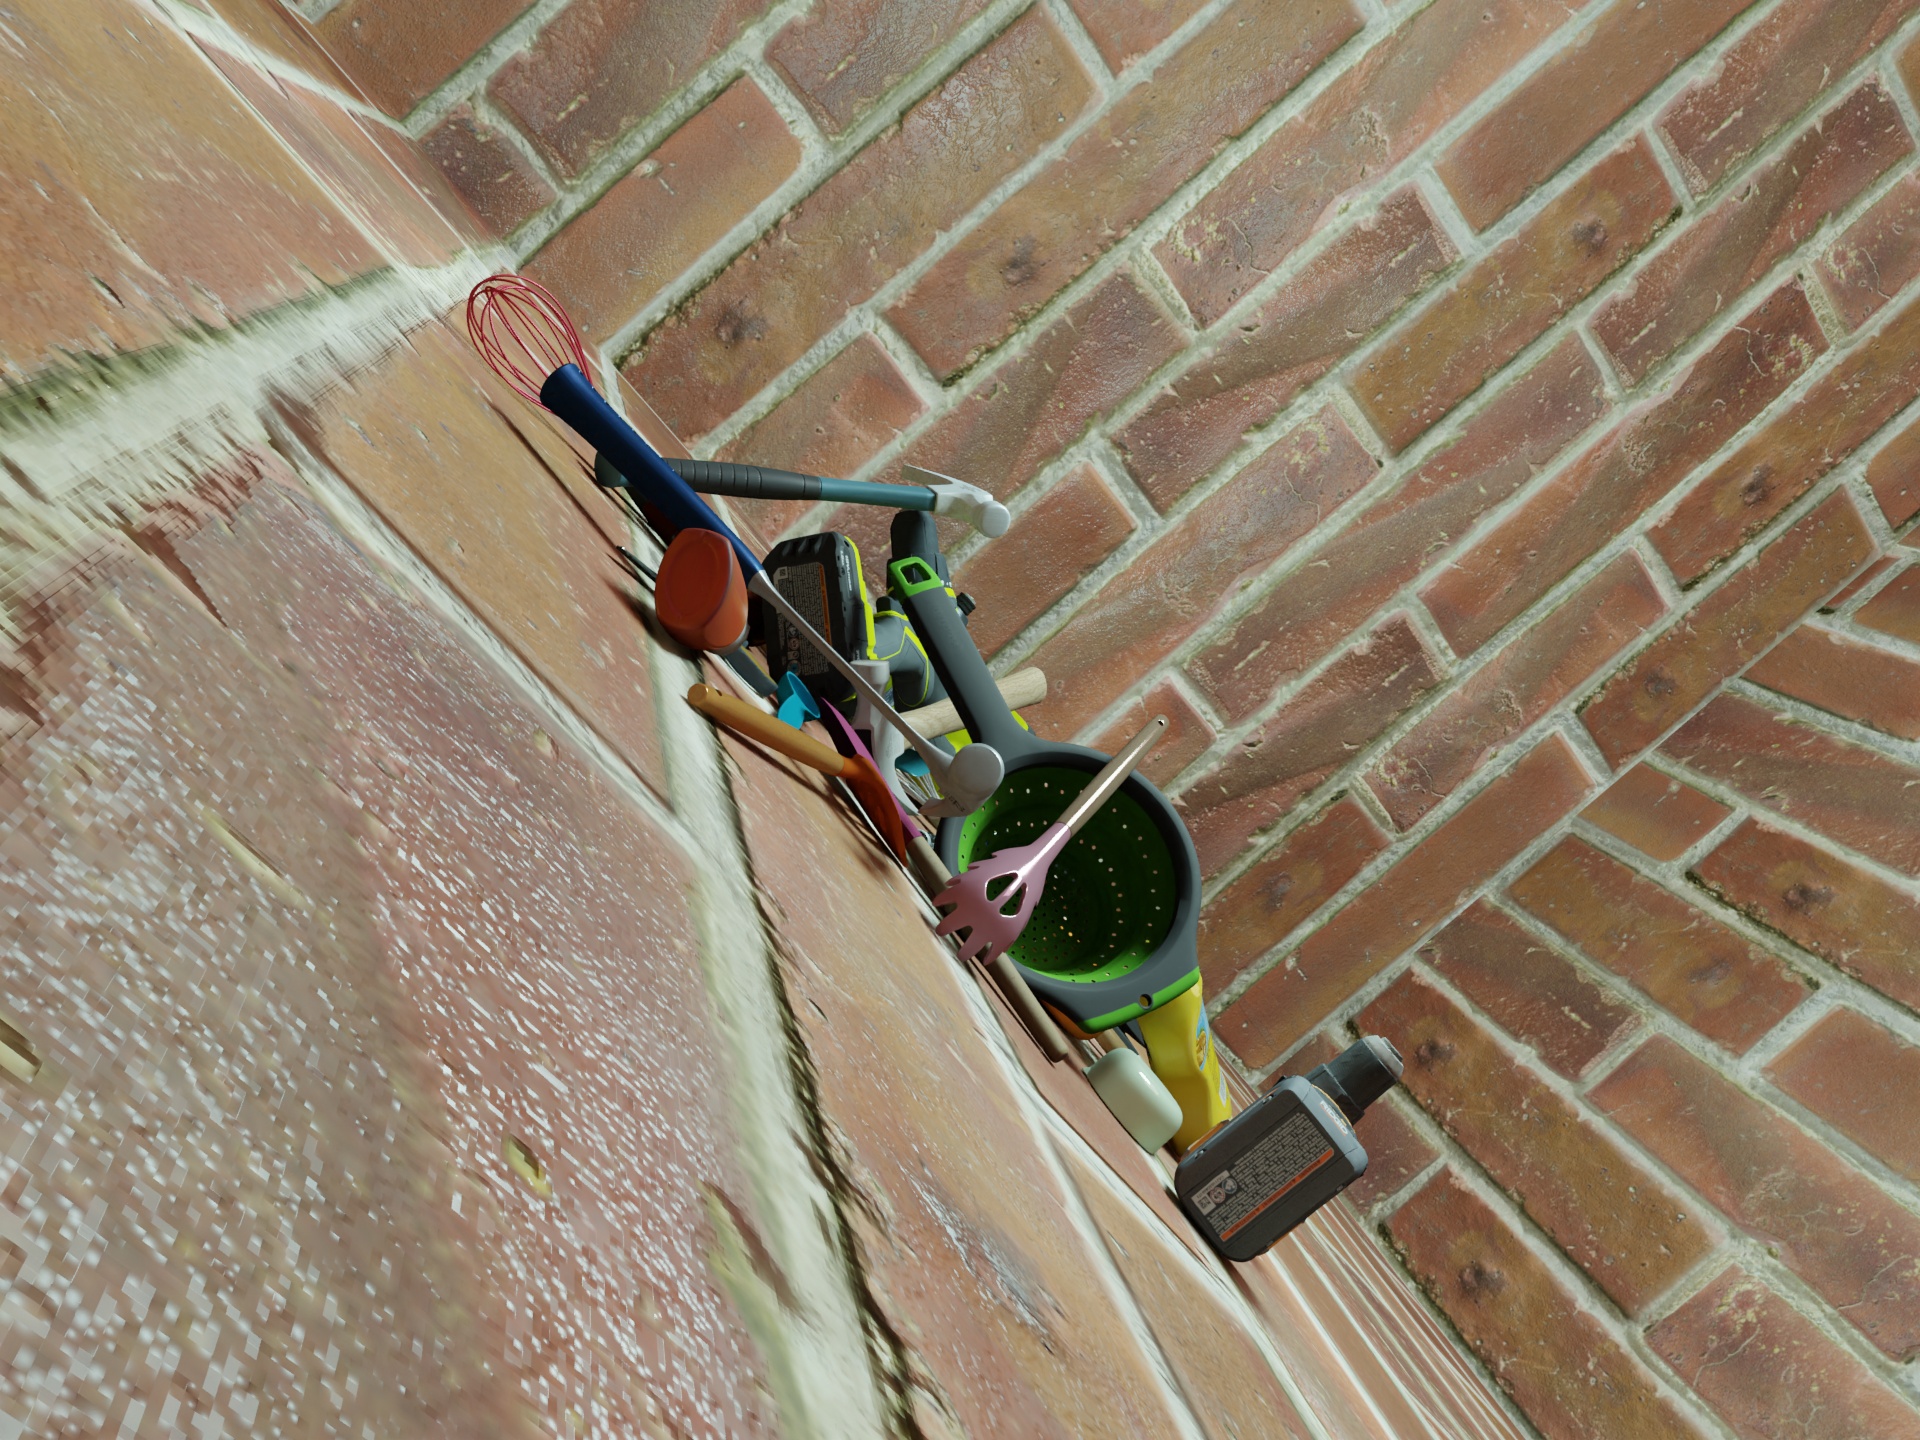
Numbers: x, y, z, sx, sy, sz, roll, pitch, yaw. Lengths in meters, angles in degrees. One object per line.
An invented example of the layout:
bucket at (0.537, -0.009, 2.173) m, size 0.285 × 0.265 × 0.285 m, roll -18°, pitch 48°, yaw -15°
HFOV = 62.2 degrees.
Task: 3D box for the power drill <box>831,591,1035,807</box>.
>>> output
power drill at (-0.019, -0.012, 1.543) m, size 0.080 × 0.171 × 0.223 m, roll 43°, pitch -7°, yaw 42°

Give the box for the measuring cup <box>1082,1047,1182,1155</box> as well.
measuring cup at (0.130, 0.270, 1.196) m, size 0.083 × 0.038 × 0.167 m, roll 49°, pitch 3°, yaw 0°

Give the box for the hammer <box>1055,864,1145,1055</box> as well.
hammer at (0.115, 0.198, 1.413) m, size 0.146 × 0.035 × 0.334 m, roll 52°, pitch -11°, yaw 27°

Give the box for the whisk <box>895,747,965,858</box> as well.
whisk at (-0.026, 0.078, 1.498) m, size 0.246 × 0.058 × 0.059 m, roll 54°, pitch 33°, yaw -36°

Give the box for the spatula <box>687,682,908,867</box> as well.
spatula at (-0.096, 0.029, 0.997) m, size 0.081 × 0.041 × 0.322 m, roll 54°, pitch 7°, yaw 22°

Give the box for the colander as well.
colander at (0.033, 0.057, 1.220) m, size 0.397 × 0.204 × 0.094 m, roll 62°, pitch -26°, yaw 17°

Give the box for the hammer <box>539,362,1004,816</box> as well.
hammer at (-0.130, -0.084, 1.067) m, size 0.405 × 0.035 × 0.144 m, roll 45°, pitch -15°, yaw 4°

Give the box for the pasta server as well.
pasta server at (0.078, 0.070, 1.125) m, size 0.060 × 0.040 × 0.316 m, roll 49°, pitch 39°, yaw 0°

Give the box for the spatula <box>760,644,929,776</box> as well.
spatula at (-0.146, -0.060, 1.392) m, size 0.317 × 0.044 × 0.082 m, roll 48°, pitch 16°, yaw 3°

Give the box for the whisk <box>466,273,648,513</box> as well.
whisk at (-0.297, -0.242, 1.278) m, size 0.073 × 0.073 × 0.295 m, roll 50°, pitch -4°, yaw 40°

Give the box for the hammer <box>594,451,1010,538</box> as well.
hammer at (-0.132, -0.193, 1.312) m, size 0.331 × 0.033 × 0.128 m, roll 3°, pitch 20°, yaw -21°

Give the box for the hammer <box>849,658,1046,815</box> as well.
hammer at (-0.002, -0.004, 1.354) m, size 0.331 × 0.031 × 0.130 m, roll -19°, pitch 109°, yaw -62°

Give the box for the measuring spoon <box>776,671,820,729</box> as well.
measuring spoon at (-0.127, -0.004, 1.153) m, size 0.042 × 0.021 × 0.129 m, roll 55°, pitch 9°, yaw -10°

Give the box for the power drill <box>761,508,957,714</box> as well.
power drill at (-0.072, -0.094, 1.345) m, size 0.228 × 0.080 × 0.190 m, roll 0°, pitch 83°, yaw -62°

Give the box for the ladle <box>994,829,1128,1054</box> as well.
ladle at (0.108, 0.230, 1.354) m, size 0.320 × 0.062 × 0.078 m, roll 52°, pitch -3°, yaw -2°

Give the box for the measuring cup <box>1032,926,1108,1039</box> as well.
measuring cup at (0.110, 0.237, 1.294) m, size 0.173 × 0.052 × 0.095 m, roll 51°, pitch 0°, yaw -39°

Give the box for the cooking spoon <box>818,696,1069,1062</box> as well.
cooking spoon at (-0.018, 0.105, 1.107) m, size 0.319 × 0.017 × 0.068 m, roll 54°, pitch -18°, yaw 26°

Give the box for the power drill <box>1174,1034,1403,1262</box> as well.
power drill at (0.243, 0.298, 1.144) m, size 0.084 × 0.185 × 0.226 m, roll 51°, pitch 5°, yaw 15°
